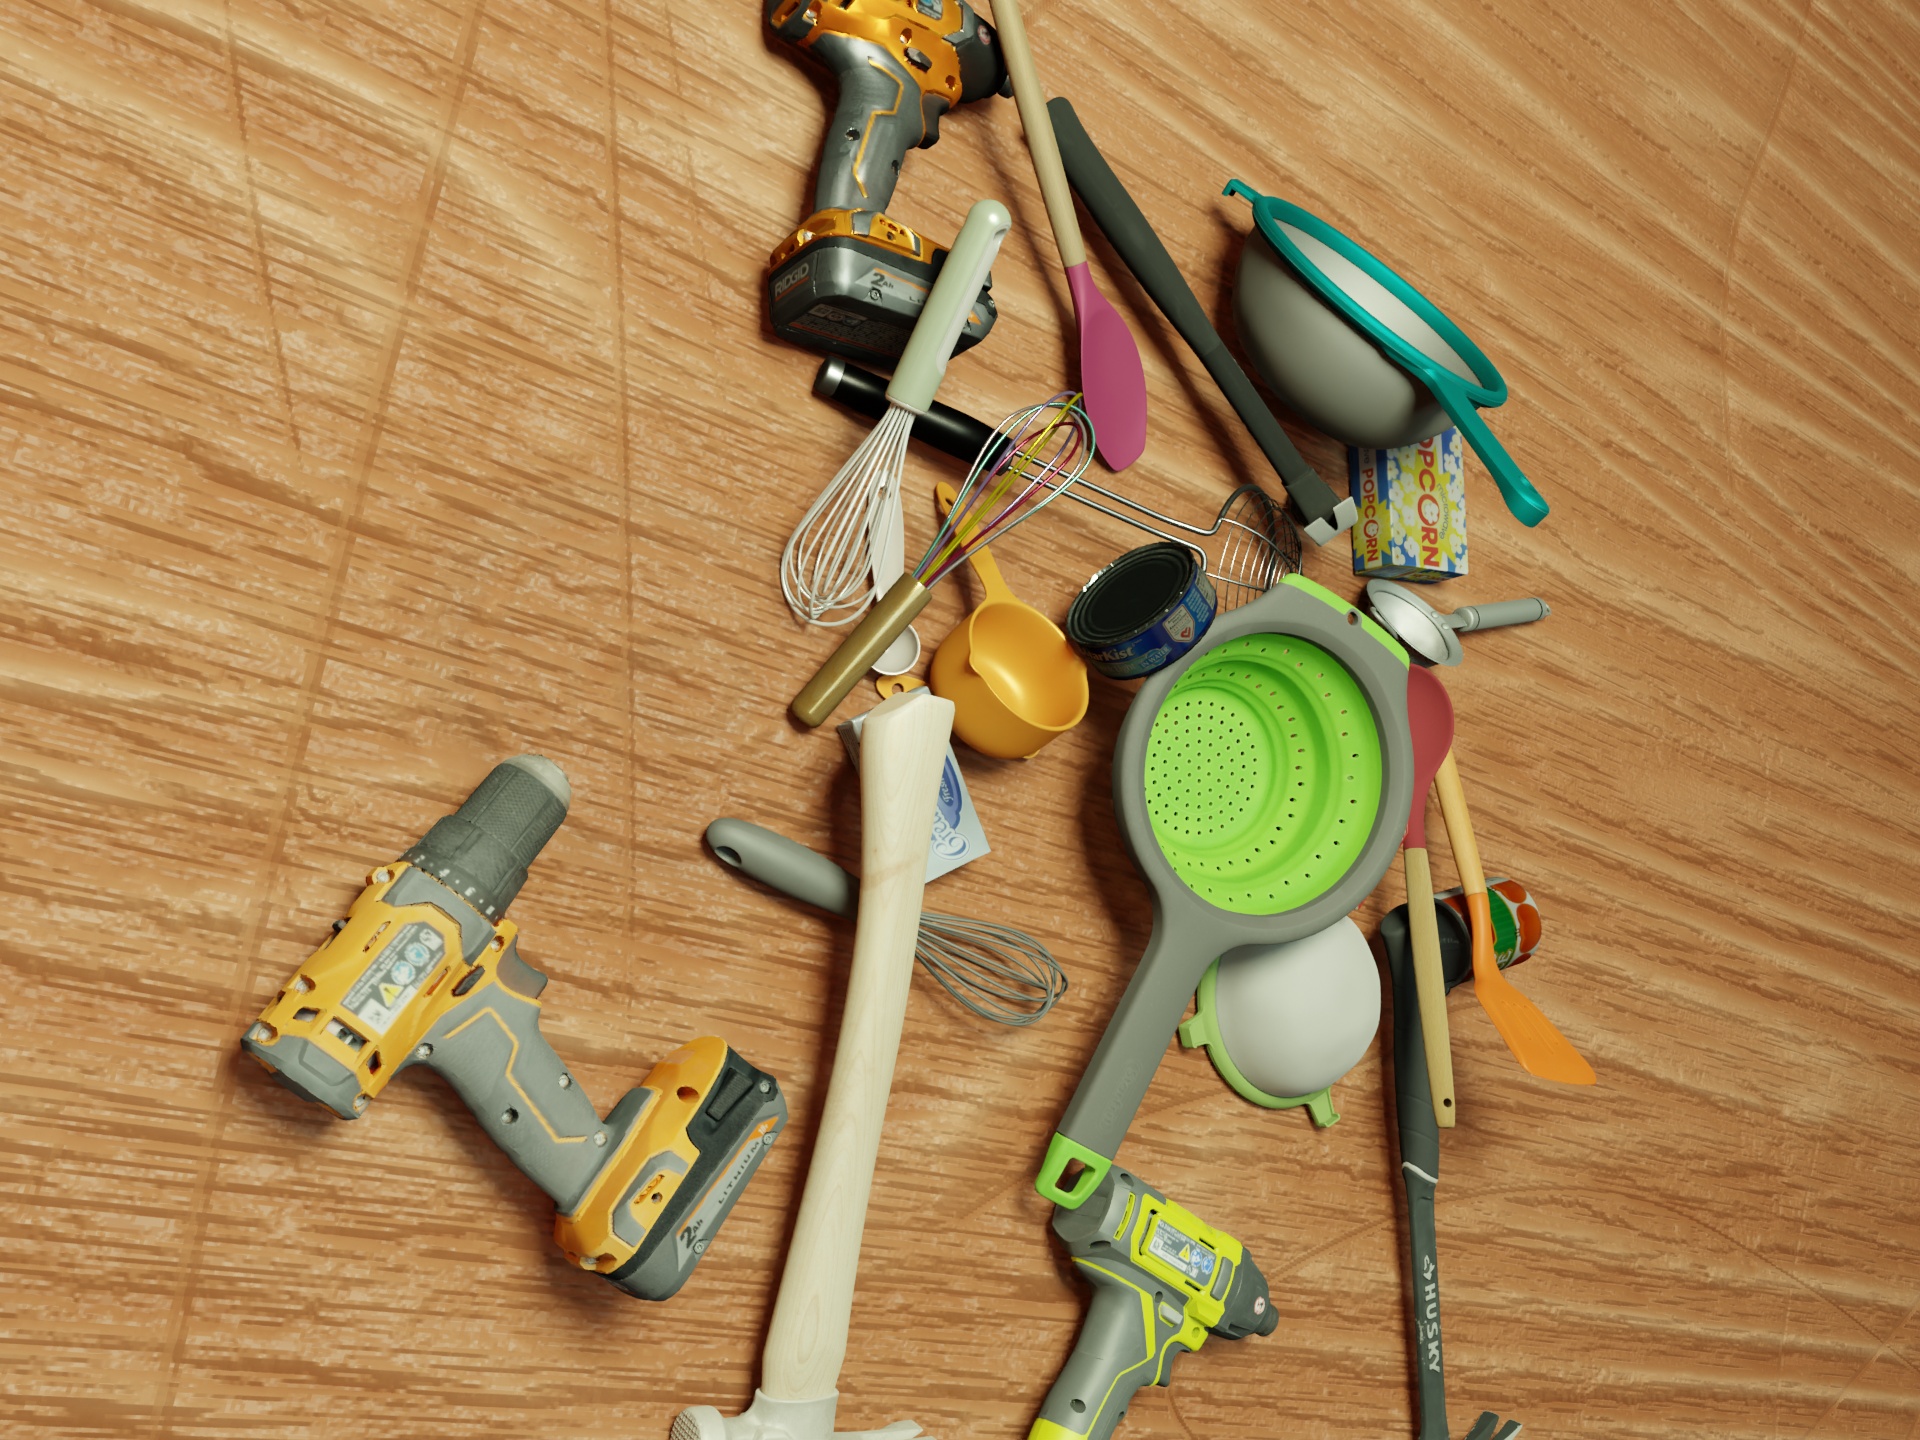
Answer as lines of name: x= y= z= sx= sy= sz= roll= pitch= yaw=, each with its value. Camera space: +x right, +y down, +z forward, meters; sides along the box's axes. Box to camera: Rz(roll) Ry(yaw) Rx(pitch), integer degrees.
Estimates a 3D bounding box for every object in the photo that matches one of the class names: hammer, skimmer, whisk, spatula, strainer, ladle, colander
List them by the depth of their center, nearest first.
hammer: x=-0.045 y=0.191 z=0.838 sx=0.146 sy=0.038 sz=0.411 roll=12 pitch=86 yaw=-33
whisk: x=-0.032 y=-0.163 z=0.858 sx=0.246 sy=0.059 sz=0.058 roll=-64 pitch=166 yaw=12
whisk: x=-0.038 y=0.111 z=0.885 sx=0.238 sy=0.055 sz=0.055 roll=30 pitch=69 yaw=-23
whisk: x=-0.008 y=-0.091 z=0.893 sx=0.245 sy=0.047 sz=0.051 roll=-49 pitch=119 yaw=-7
colander: x=0.133 y=0.103 z=0.976 sx=0.204 sy=0.094 sz=0.397 roll=32 pitch=80 yaw=-19
skimmer: x=0.068 y=-0.134 z=0.991 sx=0.363 sy=0.090 sz=0.127 roll=21 pitch=81 yaw=-20
hammer: x=0.151 y=-0.252 z=1.022 sx=0.035 sy=0.146 sz=0.334 roll=-35 pitch=100 yaw=13
strainer: x=0.268 y=-0.206 z=1.023 sx=0.210 sy=0.095 sz=0.341 roll=20 pitch=35 yaw=-31
strainer: x=0.252 y=0.135 z=1.060 sx=0.151 sy=0.069 sz=0.256 roll=34 pitch=69 yaw=-27
ladle: x=0.310 y=0.112 z=1.068 sx=0.069 sy=0.031 sz=0.316 roll=2 pitch=69 yaw=-5
spatula: x=0.356 y=0.095 z=1.091 sx=0.081 sy=0.041 sz=0.323 roll=16 pitch=55 yaw=-35
hammer: x=0.321 y=0.330 z=1.092 sx=0.149 sy=0.036 sz=0.409 roll=-2 pitch=90 yaw=-36
strainer: x=0.370 y=-0.072 z=1.182 sx=0.258 sy=0.050 sz=0.087 roll=-9 pitch=55 yaw=-40

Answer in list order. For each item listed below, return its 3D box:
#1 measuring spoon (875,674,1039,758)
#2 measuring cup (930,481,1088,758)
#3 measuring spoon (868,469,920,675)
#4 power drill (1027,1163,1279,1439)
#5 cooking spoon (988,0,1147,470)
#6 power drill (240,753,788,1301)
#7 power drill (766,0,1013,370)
measuring spoon: x=-0.001 y=-0.003 z=0.942 sx=0.116 sy=0.011 sz=0.021 roll=22 pitch=80 yaw=-27
measuring cup: x=0.009 y=-0.057 z=0.936 sx=0.095 sy=0.052 sz=0.174 roll=-3 pitch=61 yaw=-44
measuring spoon: x=-0.043 y=-0.085 z=0.920 sx=0.034 sy=0.018 sz=0.124 roll=1 pitch=77 yaw=-15
power drill: x=0.100 y=0.397 z=0.927 sx=0.171 sy=0.080 sz=0.223 roll=38 pitch=62 yaw=-24
cooking spoon: x=0.063 y=-0.305 z=0.972 sx=0.069 sy=0.017 sz=0.318 roll=-40 pitch=122 yaw=-39
power drill: x=-0.190 y=0.143 z=0.757 sx=0.226 sy=0.084 sz=0.185 roll=43 pitch=62 yaw=-18
power drill: x=-0.032 y=-0.322 z=0.915 sx=0.164 sy=0.084 sz=0.226 roll=8 pitch=77 yaw=-35
